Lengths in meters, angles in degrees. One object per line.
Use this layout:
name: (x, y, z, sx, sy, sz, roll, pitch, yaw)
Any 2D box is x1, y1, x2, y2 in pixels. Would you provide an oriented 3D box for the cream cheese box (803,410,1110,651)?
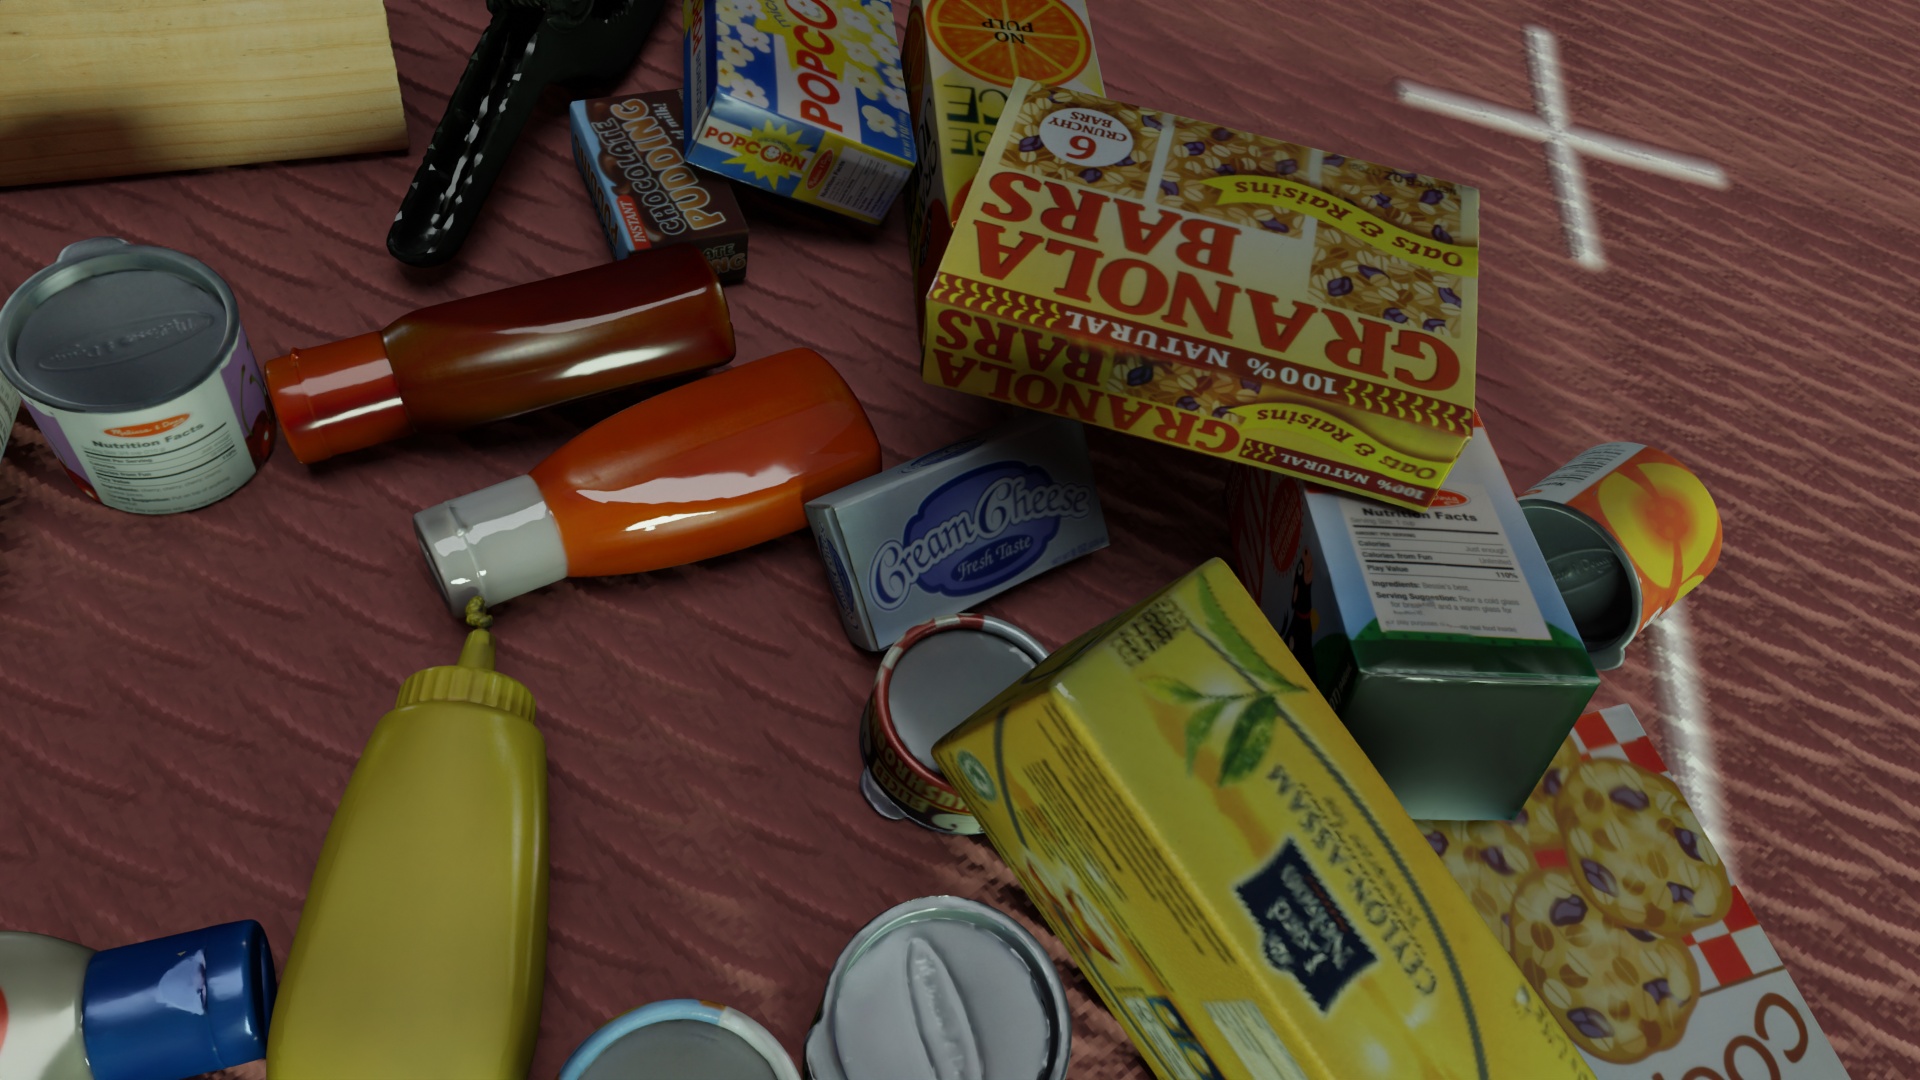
cream cheese box: (0.002, -0.006, 0.482, 0.104, 0.024, 0.053, -24, 107, -26)

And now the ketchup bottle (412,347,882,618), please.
ketchup bottle: (-0.104, -0.018, 0.468, 0.149, 0.043, 0.065, -22, 58, -25)

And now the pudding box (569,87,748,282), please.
pudding box: (-0.120, -0.139, 0.550, 0.050, 0.030, 0.084, -14, 62, -21)

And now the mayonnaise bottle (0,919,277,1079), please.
mayonnaise bottle: (-0.252, 0.127, 0.341, 0.148, 0.041, 0.065, -9, 61, -18)

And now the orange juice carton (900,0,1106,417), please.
orange juice carton: (0.019, -0.139, 0.558, 0.073, 0.071, 0.193, 1, 57, -12)

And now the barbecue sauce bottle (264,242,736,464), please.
barbecue sauce bottle: (-0.157, -0.065, 0.481, 0.149, 0.043, 0.065, -18, 27, -17)

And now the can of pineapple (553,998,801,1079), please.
can of pineapple: (-0.075, 0.157, 0.354, 0.071, 0.057, 0.071, 6, 57, -10)

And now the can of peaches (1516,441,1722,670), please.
can of peaches: (0.242, 0.005, 0.525, 0.058, 0.071, 0.071, -29, 69, -28)

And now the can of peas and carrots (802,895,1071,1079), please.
can of peas and carrots: (-0.011, 0.140, 0.381, 0.071, 0.058, 0.071, 6, 57, -9)

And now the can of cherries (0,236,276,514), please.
can of cherries: (-0.260, -0.053, 0.445, 0.071, 0.058, 0.072, 6, 58, -9)

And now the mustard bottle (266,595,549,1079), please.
mustard bottle: (-0.144, 0.088, 0.388, 0.065, 0.048, 0.161, 7, 56, -11)

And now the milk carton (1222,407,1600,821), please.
milk carton: (0.140, -0.003, 0.477, 0.073, 0.072, 0.191, 3, 44, -4)

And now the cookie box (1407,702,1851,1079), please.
cookie box: (0.197, 0.145, 0.439, 0.123, 0.040, 0.168, -9, 60, -19)

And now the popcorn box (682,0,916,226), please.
popcorn box: (-0.069, -0.194, 0.573, 0.085, 0.038, 0.127, 13, 48, -26)

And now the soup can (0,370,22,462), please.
soup can: (-0.325, -0.029, 0.410, 0.071, 0.071, 0.084, 1, 57, -13)

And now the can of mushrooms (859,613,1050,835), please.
can of mushrooms: (0.000, 0.060, 0.450, 0.071, 0.033, 0.071, 7, 57, -10)

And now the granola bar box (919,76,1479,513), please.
granola bar box: (0.082, -0.085, 0.458, 0.166, 0.038, 0.125, 15, 52, 4)
